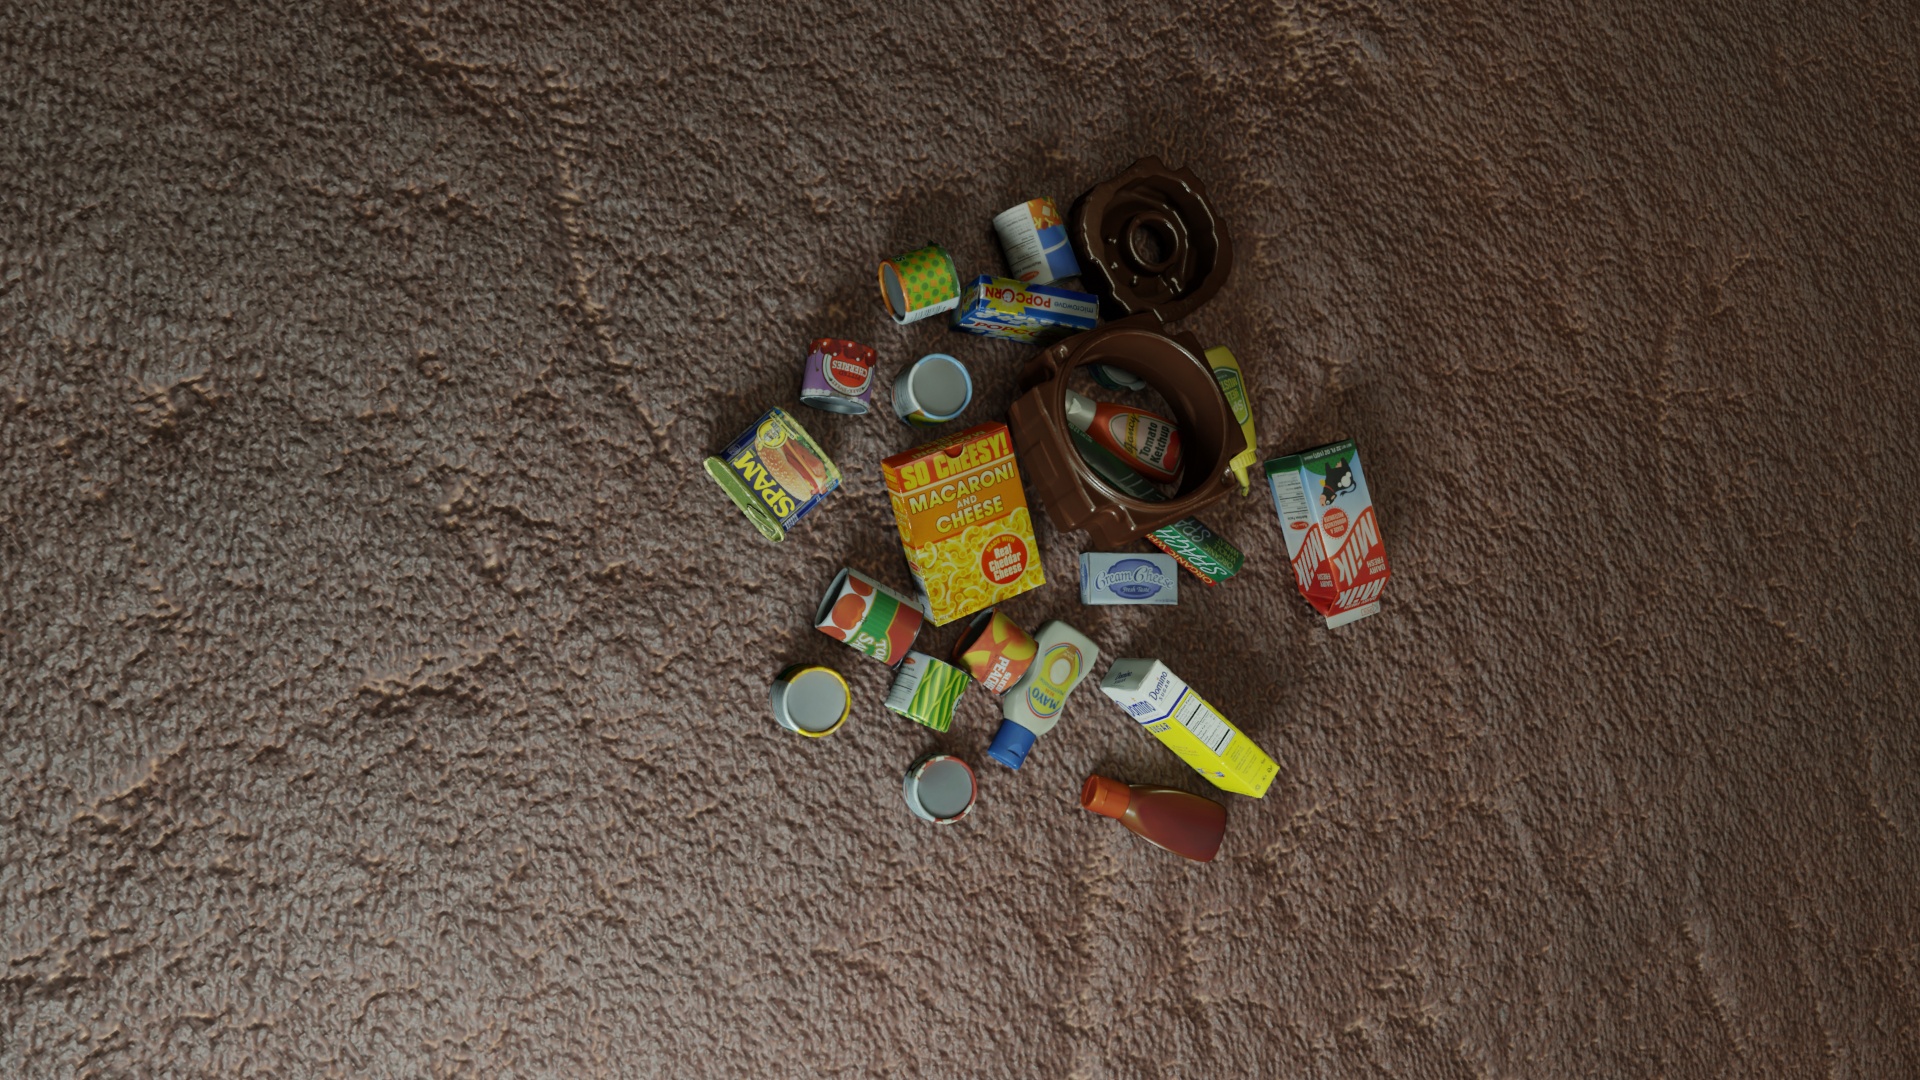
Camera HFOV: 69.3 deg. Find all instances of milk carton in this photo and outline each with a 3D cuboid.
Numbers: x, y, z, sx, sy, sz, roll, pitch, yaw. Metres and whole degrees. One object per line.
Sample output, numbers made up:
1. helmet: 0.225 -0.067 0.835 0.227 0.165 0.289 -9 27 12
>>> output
1. milk carton: 0.396 -0.006 1.482 0.072 0.073 0.190 -16 92 -20

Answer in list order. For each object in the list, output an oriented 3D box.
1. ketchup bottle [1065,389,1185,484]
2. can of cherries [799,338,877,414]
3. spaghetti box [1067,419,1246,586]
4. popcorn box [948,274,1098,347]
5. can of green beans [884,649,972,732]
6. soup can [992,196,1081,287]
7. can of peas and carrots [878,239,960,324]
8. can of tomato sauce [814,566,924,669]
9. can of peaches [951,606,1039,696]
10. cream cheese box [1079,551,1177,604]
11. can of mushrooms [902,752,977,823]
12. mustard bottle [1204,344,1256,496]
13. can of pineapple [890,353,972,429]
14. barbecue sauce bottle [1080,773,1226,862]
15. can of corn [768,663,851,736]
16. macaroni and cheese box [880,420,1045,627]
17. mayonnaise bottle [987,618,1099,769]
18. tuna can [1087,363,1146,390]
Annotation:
1. ketchup bottle: 0.162 -0.111 1.423 0.149 0.043 0.065 22 79 -16
2. can of cherries: -0.114 -0.155 1.313 0.071 0.071 0.058 12 82 -18
3. spaghetti box: 0.178 -0.040 1.404 0.250 0.050 0.029 37 64 -7
4. popcorn box: 0.062 -0.225 1.373 0.127 0.085 0.038 7 83 -18
5. can of green beans: -0.031 0.144 1.322 0.071 0.071 0.058 27 78 -16
6. soup can: 0.078 -0.295 1.396 0.071 0.071 0.083 -21 93 -20
7. can of peas and carrots: -0.041 -0.251 1.349 0.059 0.071 0.071 -21 93 -19
8. can of tomato sauce: -0.086 0.073 1.308 0.083 0.071 0.071 28 78 -15
9. can of peaches: 0.033 0.108 1.346 0.058 0.071 0.071 41 75 -12
10. cream cheese box: 0.173 0.039 1.425 0.104 0.024 0.053 1 84 -20
11. can of mushrooms: -0.017 0.237 1.338 0.071 0.033 0.071 2 85 -19
12. mustard bottle: 0.278 -0.123 1.461 0.065 0.048 0.160 -22 93 -18
13. can of pineapple: -0.026 -0.145 1.350 0.071 0.058 0.071 2 85 -20
14. barbecue sauce bottle: 0.195 0.275 1.405 0.148 0.043 0.065 21 79 -16
15. can of corn: -0.137 0.147 1.289 0.071 0.058 0.071 1 86 -19
16. macaroni and cheese box: 0.005 -0.017 1.338 0.124 0.040 0.166 -21 110 -19
17. mayonnaise bottle: 0.078 0.154 1.373 0.064 0.041 0.148 34 75 -16
18. tuna can: 0.167 -0.187 1.435 0.071 0.033 0.071 1 86 -19
